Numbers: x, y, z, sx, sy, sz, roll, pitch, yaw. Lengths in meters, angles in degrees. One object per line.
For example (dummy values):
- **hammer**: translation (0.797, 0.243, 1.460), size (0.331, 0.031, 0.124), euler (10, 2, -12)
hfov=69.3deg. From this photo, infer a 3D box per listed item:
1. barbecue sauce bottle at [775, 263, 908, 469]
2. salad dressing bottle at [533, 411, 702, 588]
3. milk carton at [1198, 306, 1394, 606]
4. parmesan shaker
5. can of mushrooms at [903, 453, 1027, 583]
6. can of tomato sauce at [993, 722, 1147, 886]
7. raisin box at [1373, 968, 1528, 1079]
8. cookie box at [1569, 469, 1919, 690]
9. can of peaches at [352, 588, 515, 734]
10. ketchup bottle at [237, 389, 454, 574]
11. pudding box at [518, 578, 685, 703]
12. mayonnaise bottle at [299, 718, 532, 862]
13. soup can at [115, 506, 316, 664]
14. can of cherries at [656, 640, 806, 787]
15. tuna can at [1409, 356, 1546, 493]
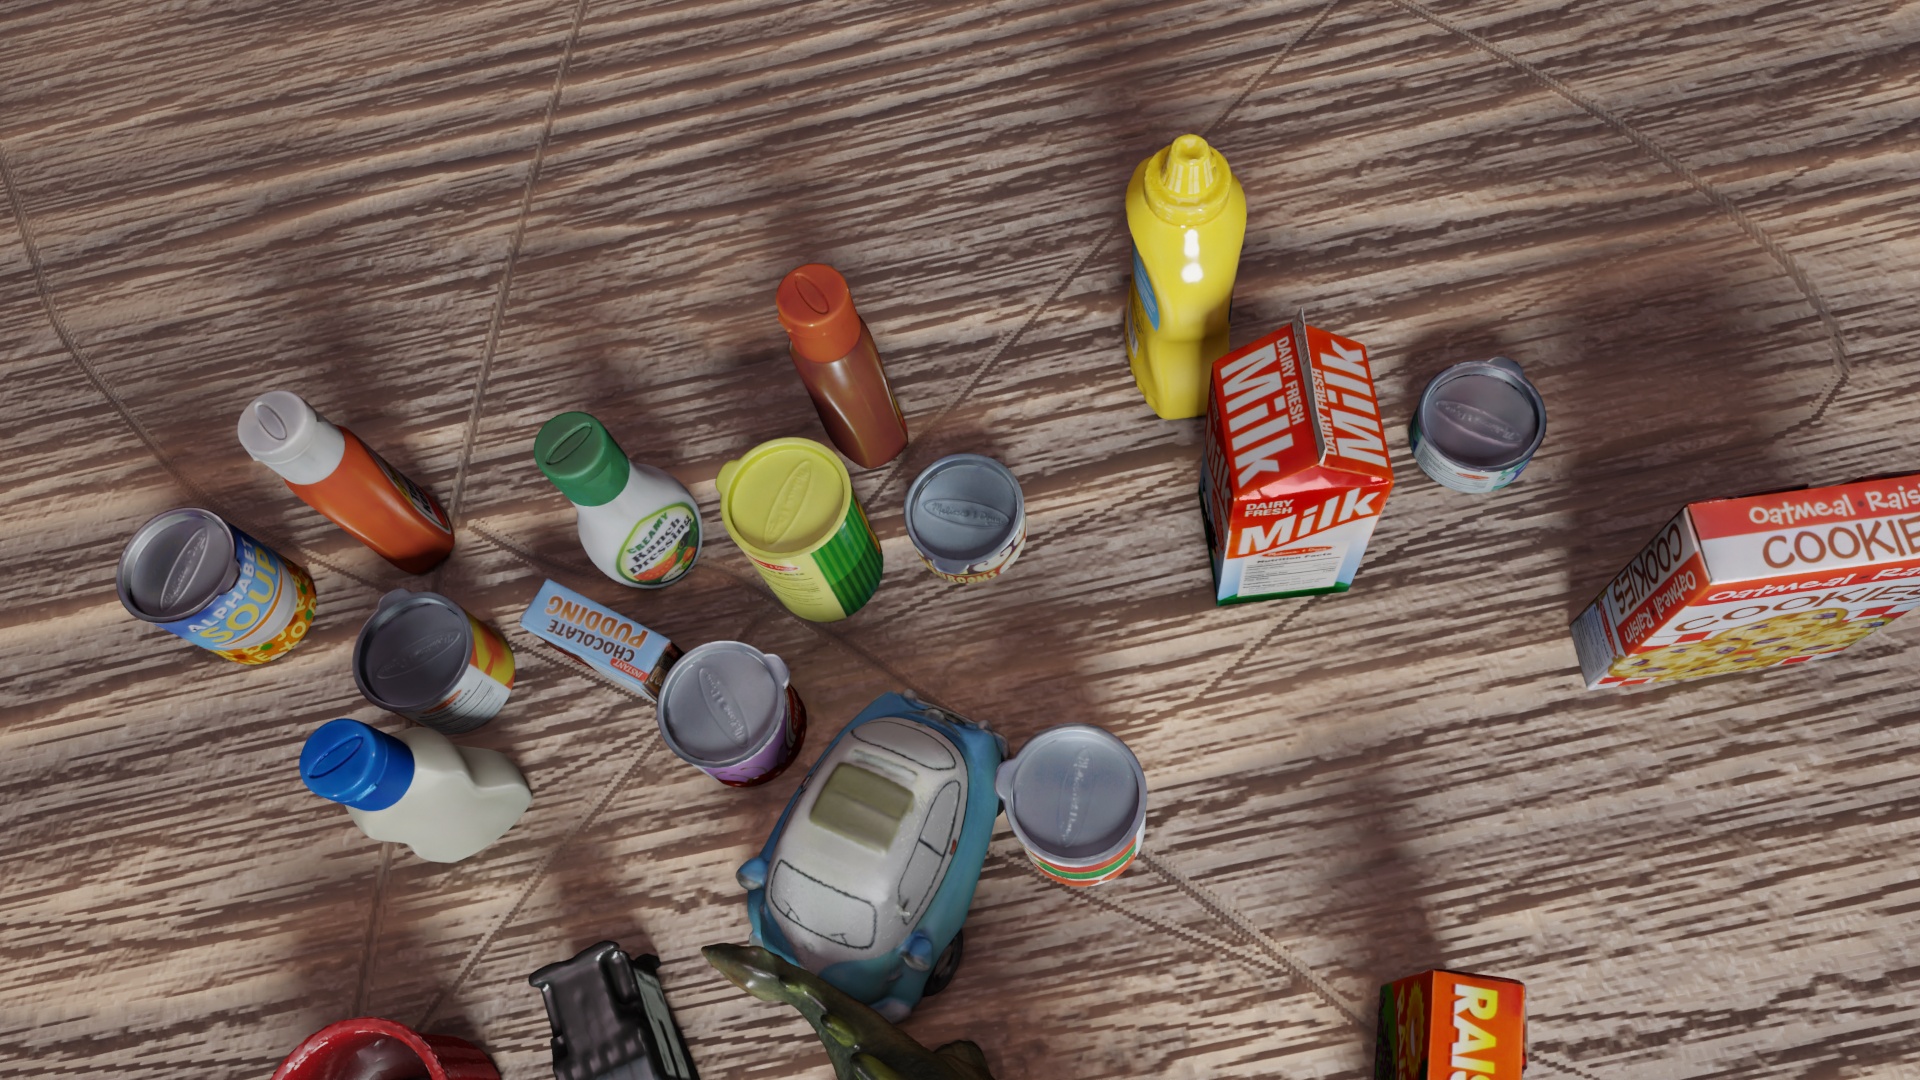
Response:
- **barbecue sauce bottle**: translation (-0.065, -0.094, 0.745), size (0.044, 0.148, 0.065), euler (-34, 69, -6)
- **salad dressing bottle**: translation (-0.179, -0.020, 0.730), size (0.064, 0.147, 0.044), euler (-44, 70, -10)
- **milk carton**: translation (0.159, -0.035, 0.671), size (0.073, 0.190, 0.072), euler (-7, 68, 5)
- **parmesan shaker**: translation (-0.083, -0.005, 0.736), size (0.071, 0.102, 0.071), euler (-2, 69, 6)
- **can of mushrooms**: translation (0.003, -0.010, 0.765), size (0.071, 0.033, 0.071), euler (-2, 68, 6)
- **can of tomato sauce**: translation (0.055, 0.131, 0.677), size (0.071, 0.083, 0.071), euler (-2, 69, 6)
- **raisin box**: translation (0.207, 0.233, 0.596), size (0.040, 0.123, 0.086), euler (7, 70, 10)
- **cookie box**: translation (0.369, 0.021, 0.636), size (0.123, 0.167, 0.040), euler (-8, 68, 4)
- **can of peaches**: translation (-0.286, 0.066, 0.757), size (0.071, 0.058, 0.071), euler (-2, 69, 6)
- **ketchup bottle**: translation (-0.332, -0.032, 0.753), size (0.043, 0.148, 0.065), euler (-42, 70, -9)
- **pudding box**: translation (-0.192, 0.056, 0.754), size (0.084, 0.049, 0.030), euler (24, 74, 15)
- **mayonnaise bottle**: translation (-0.268, 0.121, 0.685), size (0.065, 0.147, 0.041), euler (-38, 69, -8)
- **soup can**: translation (-0.409, 0.028, 0.774), size (0.071, 0.083, 0.071), euler (-2, 69, 6)
- **can of cherries**: translation (-0.116, 0.091, 0.726), size (0.071, 0.058, 0.072), euler (-2, 69, 6)
- **tuna can**: translation (0.280, -0.063, 0.753), size (0.071, 0.032, 0.071), euler (-2, 68, 6)
